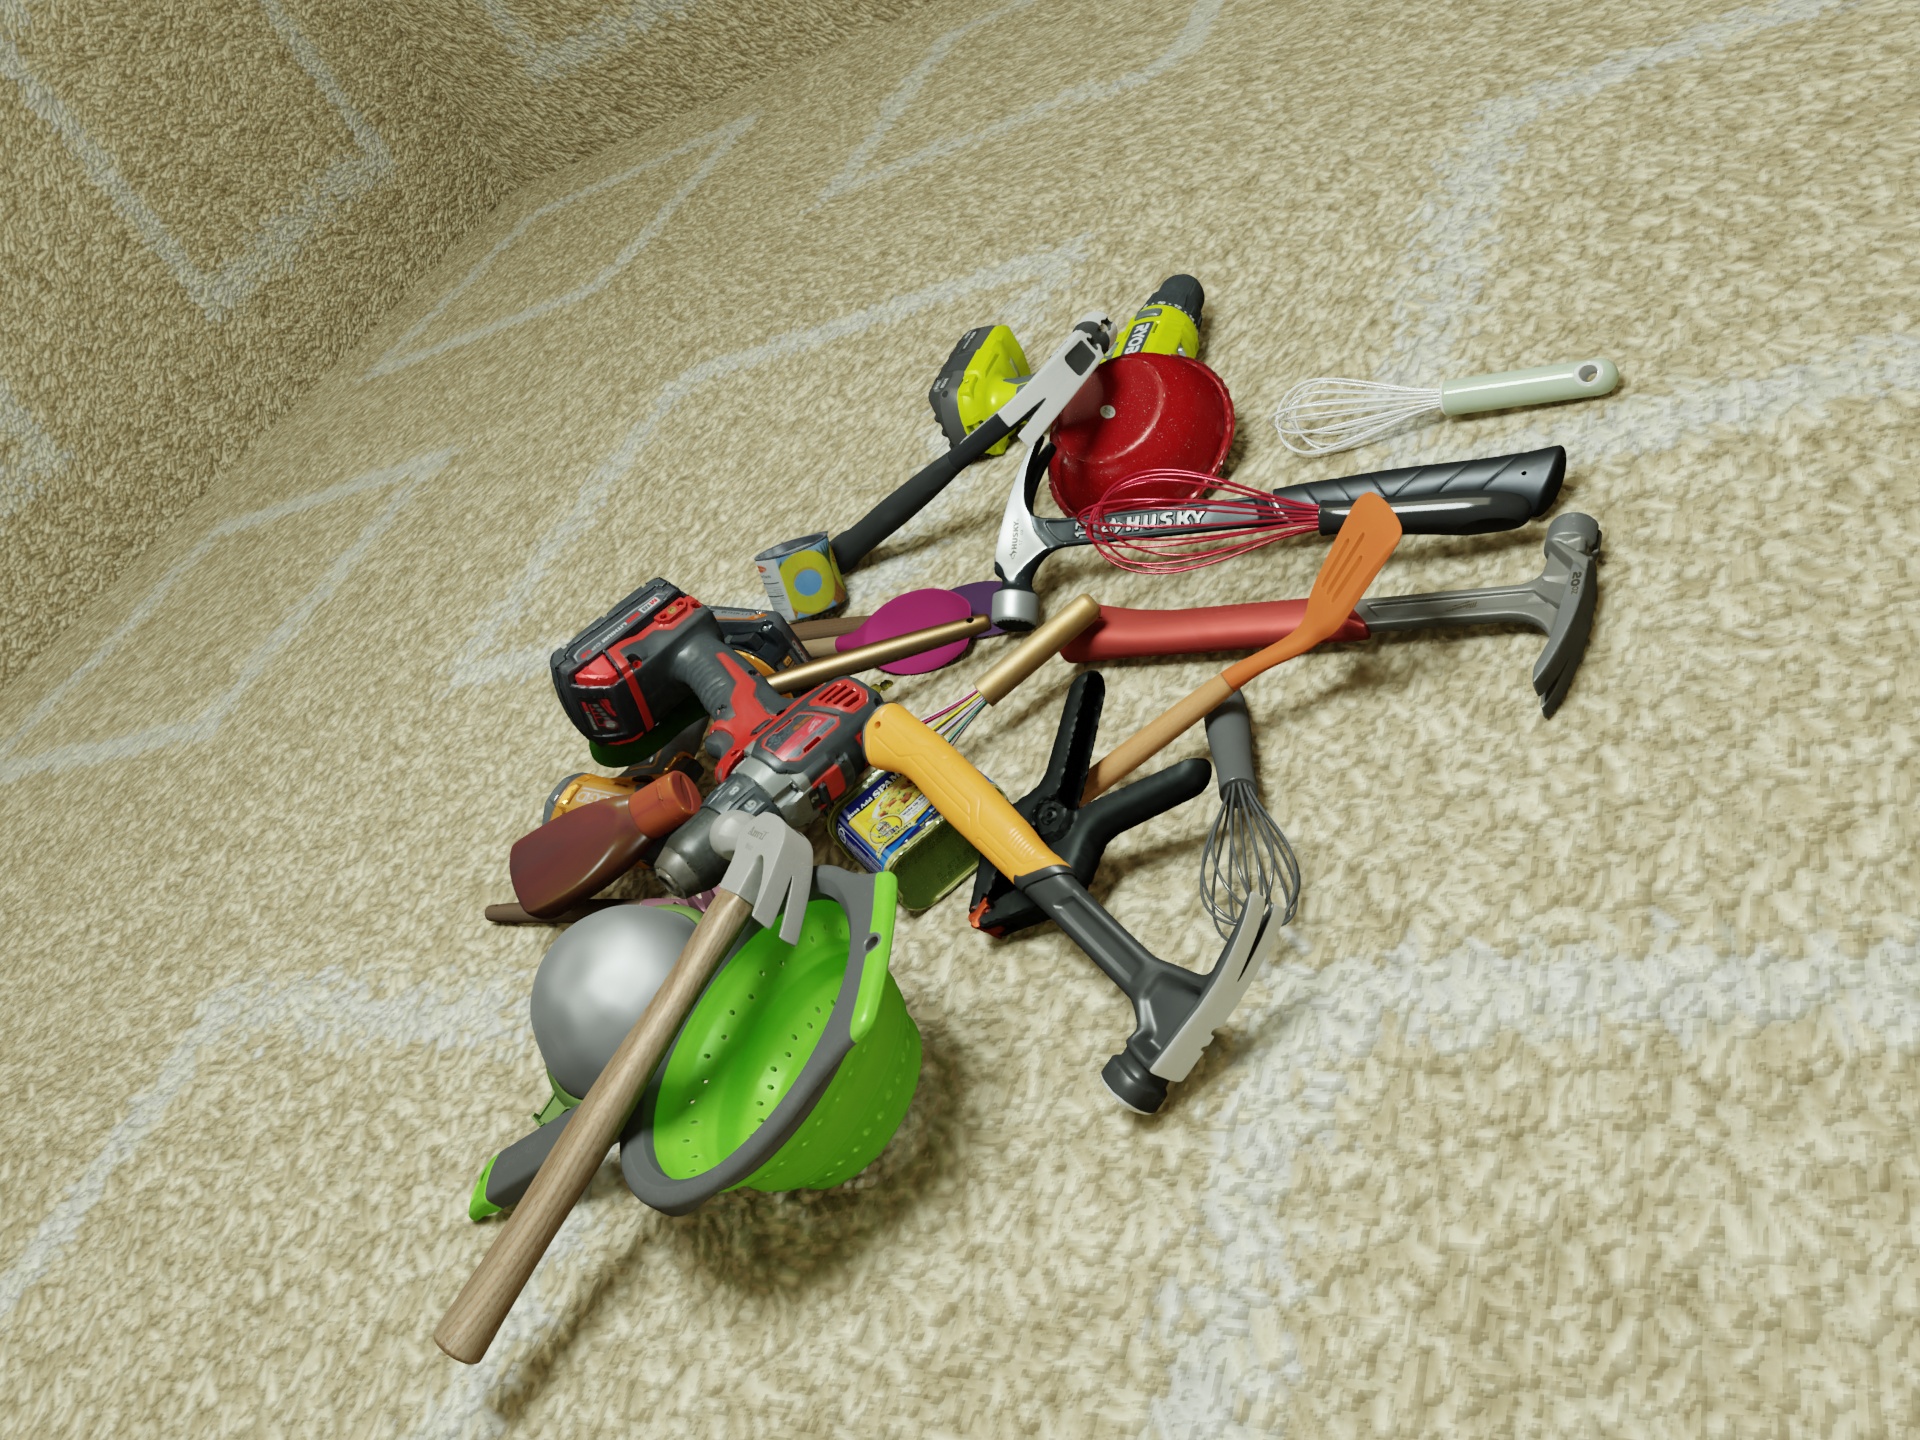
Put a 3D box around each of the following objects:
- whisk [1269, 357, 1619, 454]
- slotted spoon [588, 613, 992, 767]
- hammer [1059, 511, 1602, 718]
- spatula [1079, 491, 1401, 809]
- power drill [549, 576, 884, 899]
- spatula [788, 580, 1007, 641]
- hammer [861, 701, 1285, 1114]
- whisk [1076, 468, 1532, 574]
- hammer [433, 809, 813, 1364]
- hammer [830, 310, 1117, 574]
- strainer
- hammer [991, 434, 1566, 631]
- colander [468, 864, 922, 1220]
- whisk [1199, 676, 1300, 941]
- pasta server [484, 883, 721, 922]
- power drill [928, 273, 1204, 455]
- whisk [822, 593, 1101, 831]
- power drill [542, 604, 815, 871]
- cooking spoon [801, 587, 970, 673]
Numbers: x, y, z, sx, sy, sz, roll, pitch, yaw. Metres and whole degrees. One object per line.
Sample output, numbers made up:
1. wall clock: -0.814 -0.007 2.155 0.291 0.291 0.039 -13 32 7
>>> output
1. whisk: 0.337 -0.227 1.130 0.246 0.059 0.058 -2 81 33
2. slotted spoon: -0.129 -0.031 1.178 0.314 0.031 0.070 -16 51 0
3. hammer: 0.215 -0.057 1.015 0.359 0.036 0.149 -3 43 37
4. spatula: 0.138 -0.015 0.967 0.322 0.041 0.081 -38 21 15
5. power drill: -0.180 0.012 1.076 0.227 0.080 0.188 30 60 32
6. spatula: -0.081 -0.080 1.310 0.316 0.018 0.060 -4 51 35
7. hammer: 0.040 0.071 0.912 0.127 0.034 0.337 -56 43 7
8. whisk: 0.216 -0.132 1.039 0.296 0.073 0.073 1 45 24
9. hammer: -0.183 0.196 0.876 0.331 0.031 0.130 -59 26 -14
10. hammer: -0.012 -0.202 1.288 0.334 0.035 0.146 -32 17 45
11. strainer: -0.185 0.159 1.009 0.256 0.069 0.152 -20 47 26
12. hammer: 0.206 -0.150 1.106 0.409 0.036 0.149 -3 75 31
13. colander: -0.146 0.228 0.920 0.397 0.094 0.205 -34 30 32
14. whisk: 0.160 0.044 0.928 0.055 0.055 0.239 -22 30 17
15. pasta server: -0.248 0.131 1.161 0.316 0.040 0.060 -7 6 37
16. power drill: 0.103 -0.316 1.410 0.228 0.080 0.191 -4 44 33
17. whisk: -0.002 -0.003 1.099 0.245 0.047 0.051 -40 43 3
18. power drill: -0.199 0.019 1.229 0.185 0.084 0.226 7 54 37
19. cooking spoon: -0.117 -0.059 1.307 0.319 0.017 0.069 -6 74 37
